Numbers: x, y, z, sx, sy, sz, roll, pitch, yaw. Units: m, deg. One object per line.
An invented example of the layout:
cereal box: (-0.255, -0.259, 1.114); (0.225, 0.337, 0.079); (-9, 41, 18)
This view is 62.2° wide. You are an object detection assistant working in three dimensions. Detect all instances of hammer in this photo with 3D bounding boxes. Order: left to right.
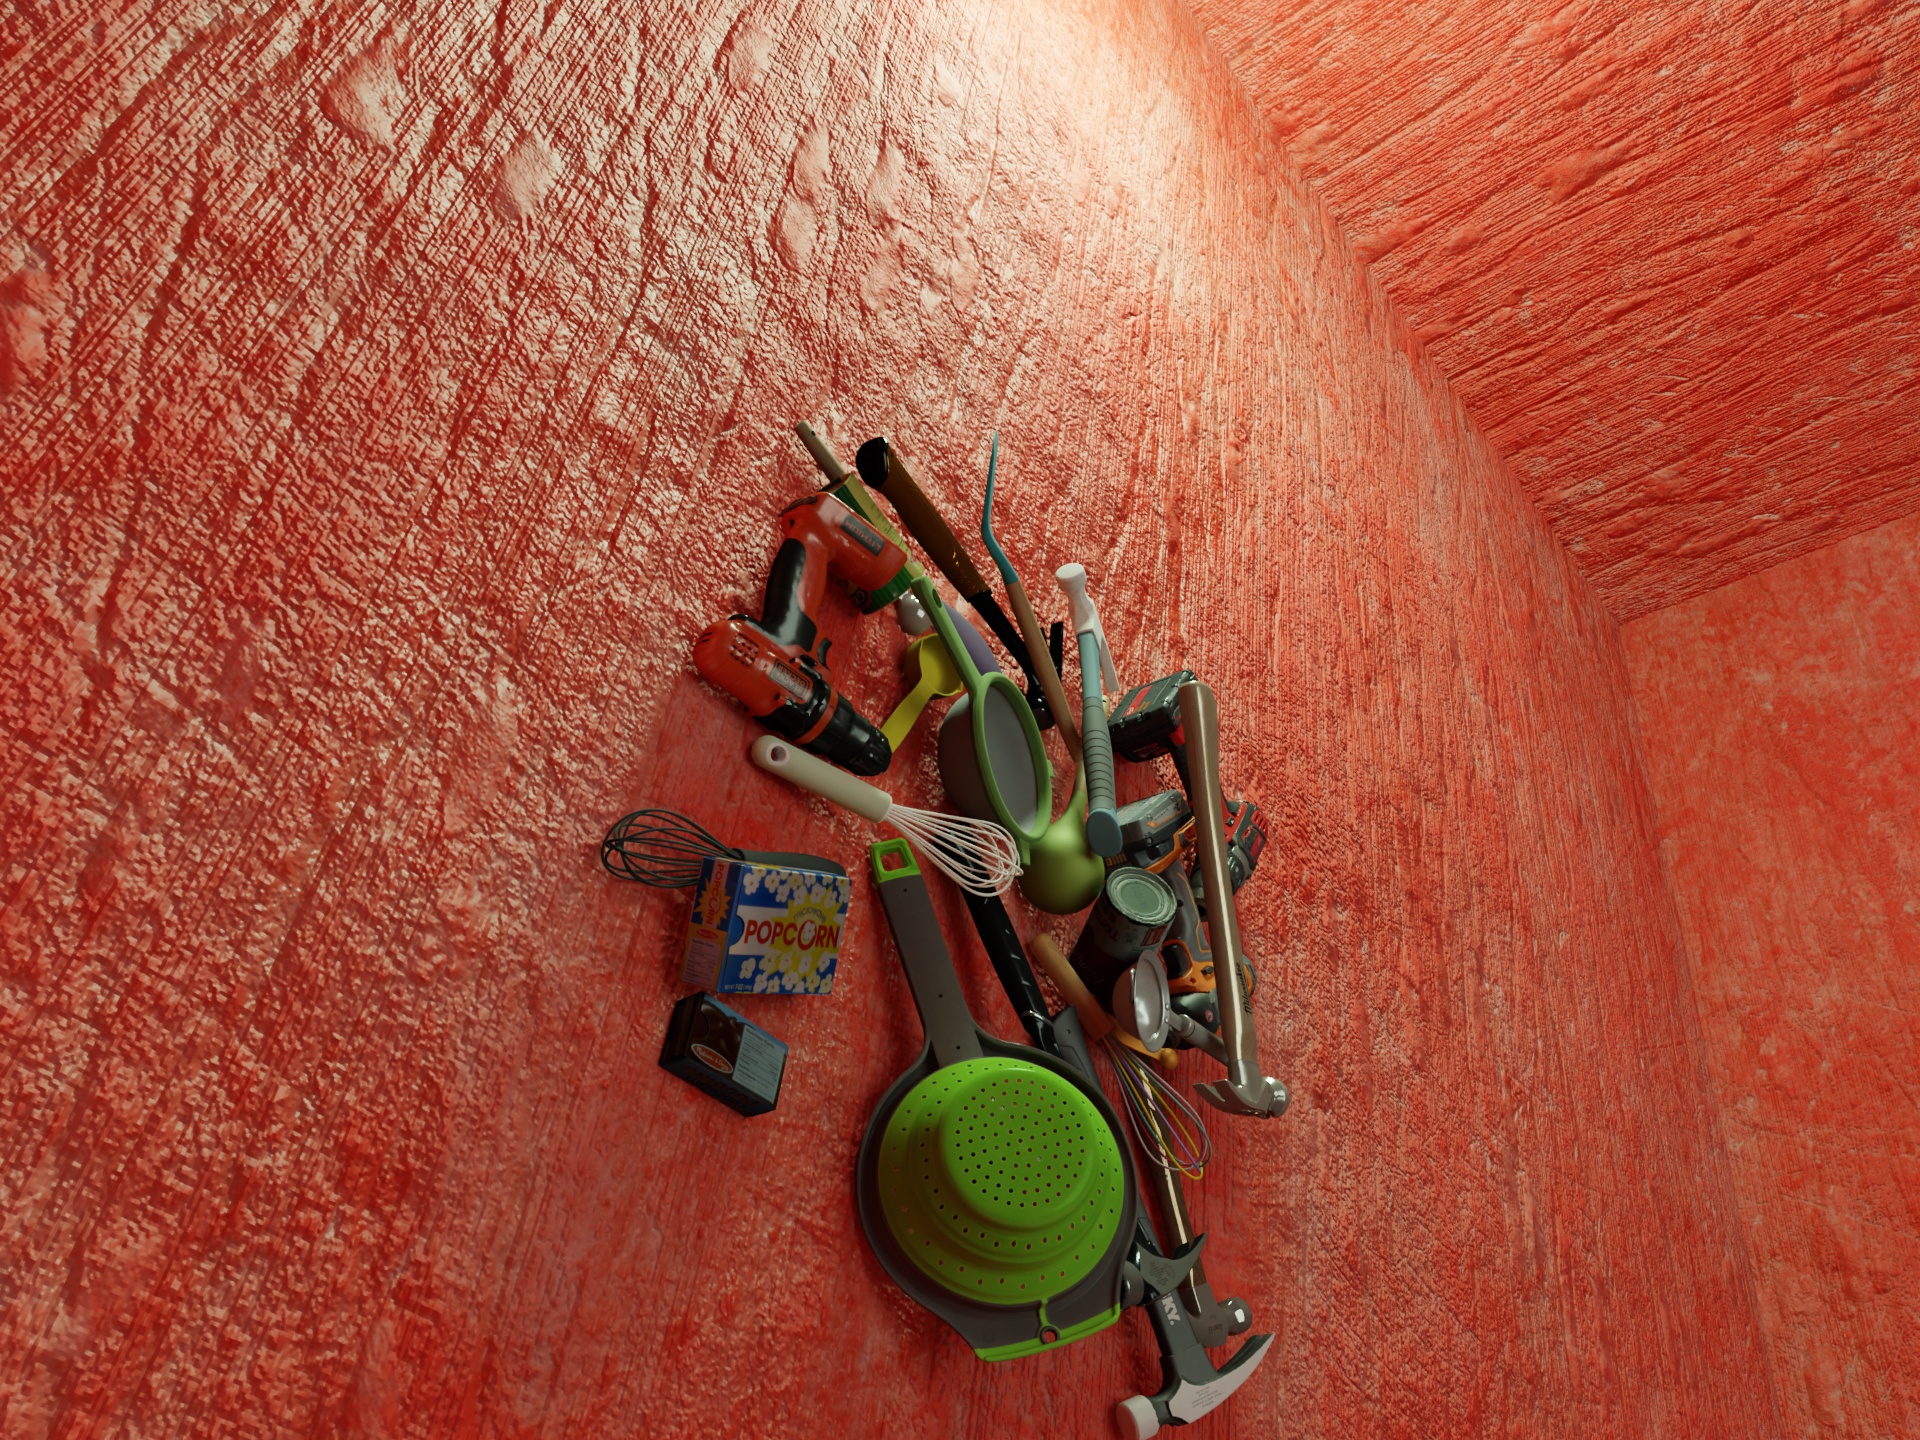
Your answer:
hammer: (0.006, -0.135, 1.439); (0.336, 0.034, 0.127); (50, 35, -41)
hammer: (0.072, 0.255, 1.252); (0.149, 0.036, 0.409); (13, 46, -53)
hammer: (0.125, -0.003, 1.489); (0.331, 0.033, 0.128); (-89, 161, -50)
hammer: (0.141, 0.396, 1.305); (0.146, 0.035, 0.335); (-12, 73, -27)
hammer: (0.173, 0.380, 1.399); (0.130, 0.031, 0.331); (11, 61, -52)
hammer: (0.234, 0.153, 1.468); (0.146, 0.038, 0.411); (30, 50, -53)

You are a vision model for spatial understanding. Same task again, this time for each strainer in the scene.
strainer: (-0.002, -0.004, 1.340); (0.256, 0.069, 0.152); (63, 25, -25)
strainer: (0.191, 0.268, 1.401); (0.258, 0.050, 0.087); (38, 50, -45)

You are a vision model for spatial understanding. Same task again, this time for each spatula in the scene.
spatula: (-0.050, -0.141, 1.433); (0.315, 0.018, 0.060); (52, 34, -22)
spatula: (0.066, -0.106, 1.454); (0.082, 0.044, 0.317); (-80, 150, -71)

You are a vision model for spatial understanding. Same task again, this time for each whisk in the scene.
whisk: (-0.156, 0.097, 1.108); (0.238, 0.055, 0.055); (17, 56, -54)
whisk: (-0.054, 0.072, 1.231); (0.246, 0.059, 0.058); (28, 75, -22)
whisk: (0.135, 0.287, 1.362); (0.047, 0.051, 0.245); (-29, 80, -39)

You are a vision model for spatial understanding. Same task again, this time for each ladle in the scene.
ladle: (0.114, 0.069, 1.508); (0.320, 0.078, 0.062); (-68, 169, -58)

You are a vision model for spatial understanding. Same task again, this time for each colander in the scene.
colander: (0.008, 0.239, 1.135); (0.204, 0.094, 0.398); (-11, 59, -17)

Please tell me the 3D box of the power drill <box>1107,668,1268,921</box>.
power drill: (0.235, 0.082, 1.641); (0.226, 0.080, 0.188); (60, 34, -13)

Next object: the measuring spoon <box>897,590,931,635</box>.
measuring spoon: (-0.056, -0.133, 1.401); (0.034, 0.018, 0.124); (-34, 104, -35)

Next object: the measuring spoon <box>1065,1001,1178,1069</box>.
measuring spoon: (0.143, 0.274, 1.399); (0.117, 0.011, 0.021); (31, 52, -8)

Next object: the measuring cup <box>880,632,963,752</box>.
measuring cup: (-0.047, -0.014, 1.359); (0.062, 0.029, 0.157); (53, 47, -21)

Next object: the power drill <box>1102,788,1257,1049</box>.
power drill: (0.197, 0.196, 1.508); (0.164, 0.084, 0.226); (-28, 97, -56)
